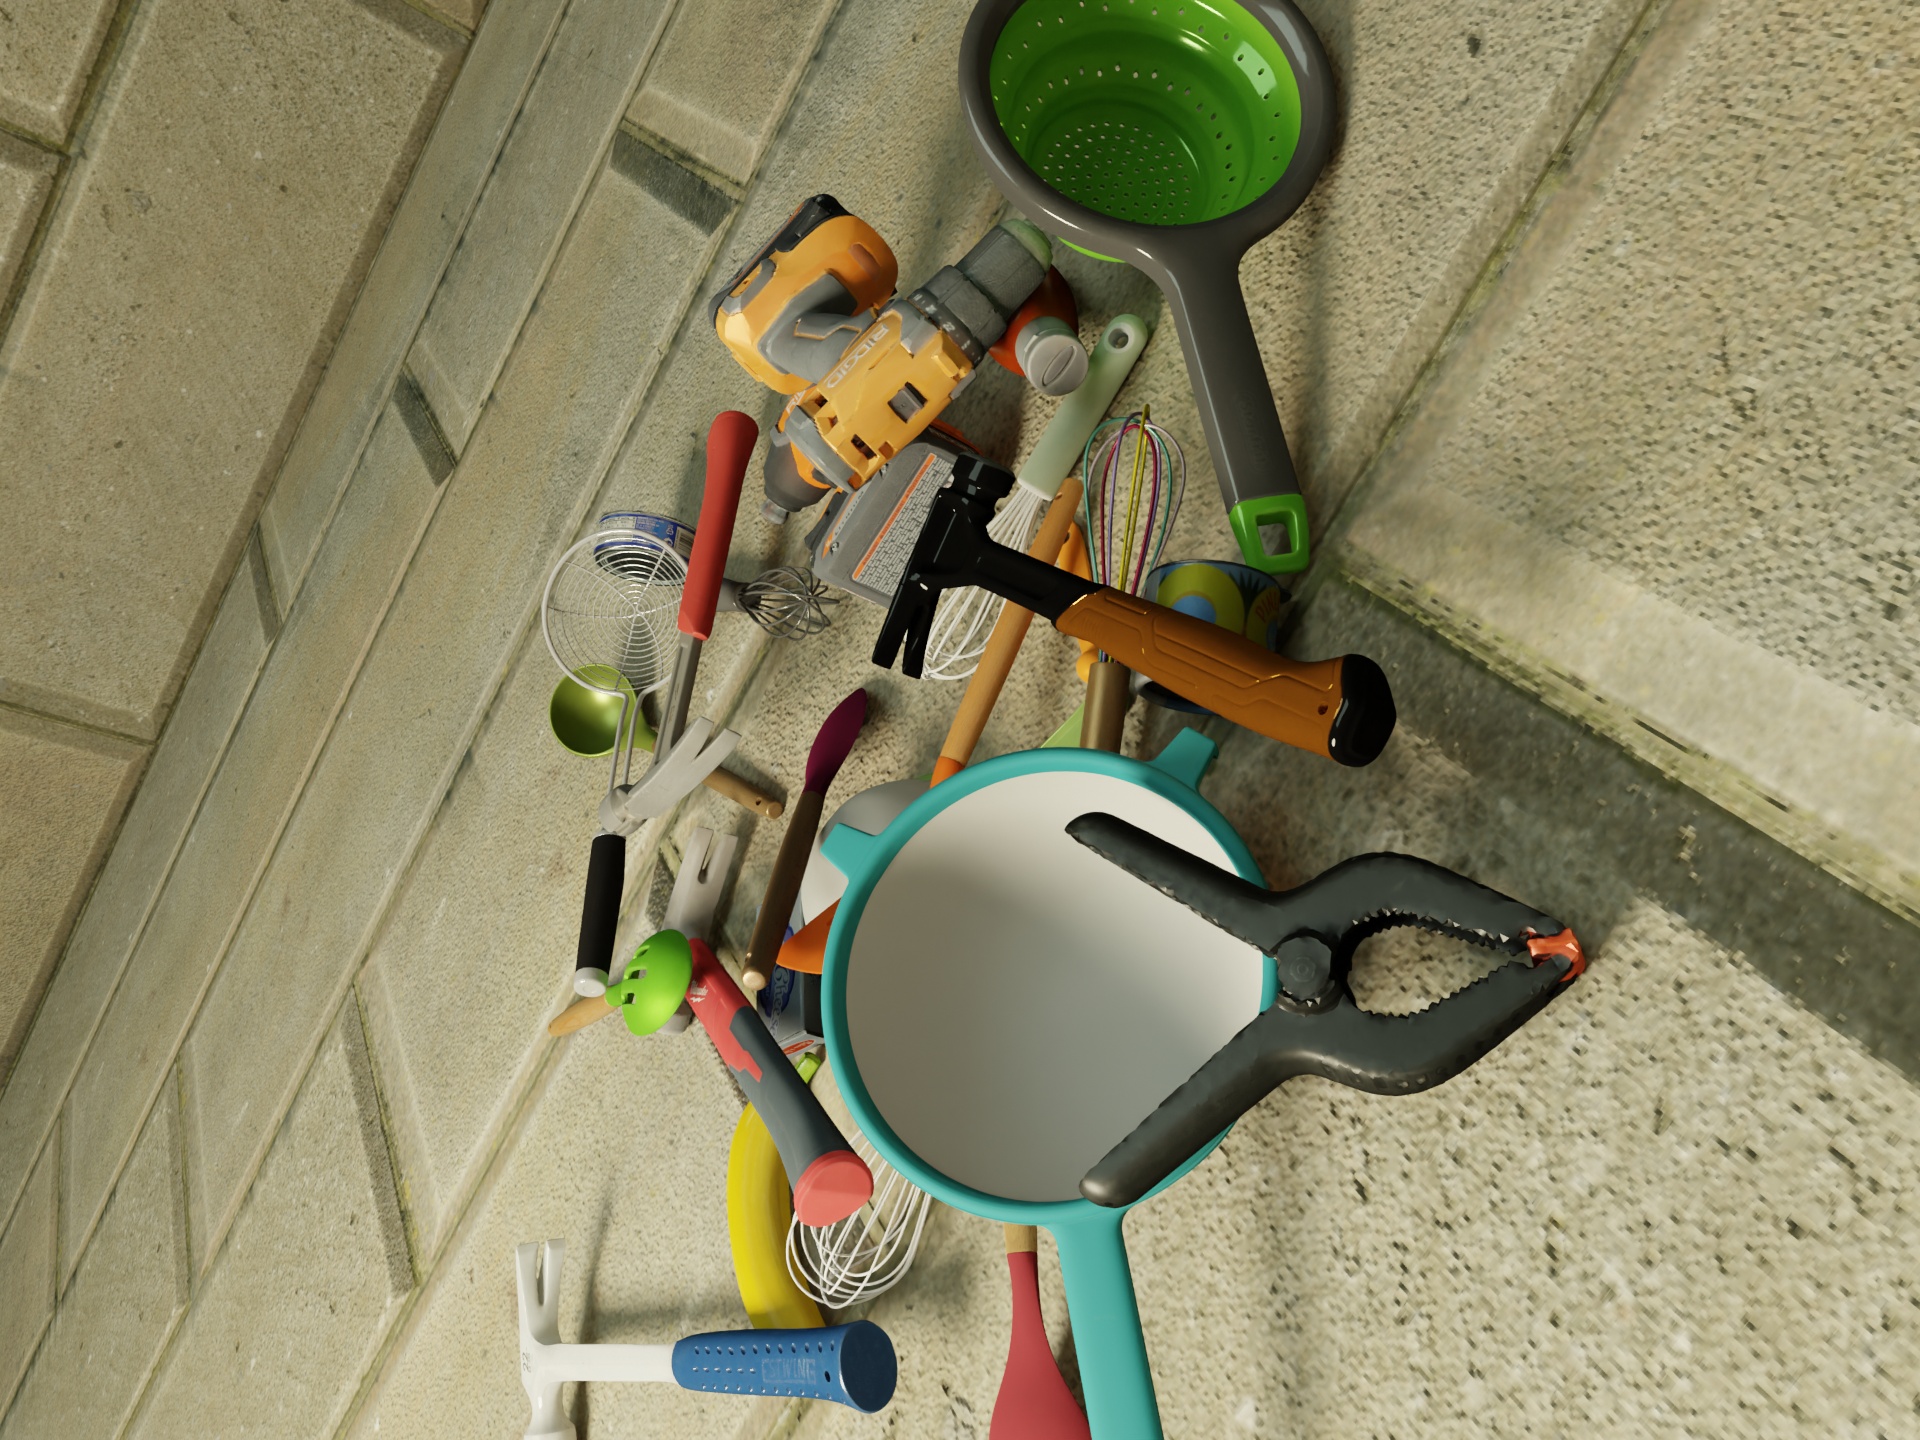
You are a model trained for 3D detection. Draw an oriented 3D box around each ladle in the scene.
[{"bbox_3d":[-0.226,0.021,1.206,0.320,0.062,0.078,21,84,52],"label":"ladle"},{"bbox_3d":[0.029,0.227,0.761,0.069,0.031,0.316,-25,59,40],"label":"ladle"}]

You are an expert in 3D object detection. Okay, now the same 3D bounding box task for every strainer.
[{"bbox_3d":[0.059,0.183,0.707,0.211,0.095,0.341,-16,66,14],"label":"strainer"},{"bbox_3d":[-0.012,0.058,0.888,0.256,0.069,0.152,-46,41,26],"label":"strainer"}]

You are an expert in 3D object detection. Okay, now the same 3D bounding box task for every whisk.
[{"bbox_3d":[0.079,-0.050,0.824,0.047,0.051,0.245,159,122,-67],"label":"whisk"},{"bbox_3d":[-0.007,0.182,0.841,0.070,0.070,0.284,28,91,54],"label":"whisk"},{"bbox_3d":[-0.156,-0.092,1.181,0.239,0.055,0.055,13,83,59],"label":"whisk"},{"bbox_3d":[0.041,-0.130,0.942,0.058,0.059,0.246,33,98,17],"label":"whisk"}]

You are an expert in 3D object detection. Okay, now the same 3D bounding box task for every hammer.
[{"bbox_3d":[-0.181,-0.095,1.137,0.149,0.036,0.359,-38,36,42],"label":"hammer"},{"bbox_3d":[-0.123,0.174,0.935,0.386,0.038,0.143,25,98,66],"label":"hammer"},{"bbox_3d":[-0.167,0.367,0.923,0.405,0.035,0.144,-26,68,48],"label":"hammer"},{"bbox_3d":[0.069,-0.039,0.747,0.337,0.034,0.127,30,97,54],"label":"hammer"}]

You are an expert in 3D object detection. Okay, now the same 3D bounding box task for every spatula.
[{"bbox_3d":[-0.001,-0.003,0.860,0.081,0.041,0.323,-4,57,52],"label":"spatula"}]

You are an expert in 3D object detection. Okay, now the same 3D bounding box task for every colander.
[{"bbox_3d":[0.112,-0.247,0.858,0.094,0.204,0.397,110,149,-71],"label":"colander"}]

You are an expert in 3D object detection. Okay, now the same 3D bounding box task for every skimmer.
[{"bbox_3d":[-0.255,0.019,1.137,0.127,0.090,0.364,-8,50,7],"label":"skimmer"}]

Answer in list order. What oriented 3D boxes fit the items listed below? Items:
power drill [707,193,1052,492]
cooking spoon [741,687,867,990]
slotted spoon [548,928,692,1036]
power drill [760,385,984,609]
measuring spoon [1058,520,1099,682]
[{"bbox_3d":[-0.052,-0.253,0.977,0.185,0.084,0.226,-45,39,5],"label":"power drill"},{"bbox_3d":[-0.091,0.059,0.927,0.068,0.017,0.319,-50,13,23],"label":"cooking spoon"},{"bbox_3d":[-0.250,0.199,1.117,0.313,0.031,0.070,-32,43,59],"label":"slotted spoon"},{"bbox_3d":[-0.072,-0.167,1.077,0.164,0.084,0.227,-55,33,19],"label":"power drill"},{"bbox_3d":[0.065,-0.071,0.902,0.021,0.011,0.117,-37,46,37],"label":"measuring spoon"}]
